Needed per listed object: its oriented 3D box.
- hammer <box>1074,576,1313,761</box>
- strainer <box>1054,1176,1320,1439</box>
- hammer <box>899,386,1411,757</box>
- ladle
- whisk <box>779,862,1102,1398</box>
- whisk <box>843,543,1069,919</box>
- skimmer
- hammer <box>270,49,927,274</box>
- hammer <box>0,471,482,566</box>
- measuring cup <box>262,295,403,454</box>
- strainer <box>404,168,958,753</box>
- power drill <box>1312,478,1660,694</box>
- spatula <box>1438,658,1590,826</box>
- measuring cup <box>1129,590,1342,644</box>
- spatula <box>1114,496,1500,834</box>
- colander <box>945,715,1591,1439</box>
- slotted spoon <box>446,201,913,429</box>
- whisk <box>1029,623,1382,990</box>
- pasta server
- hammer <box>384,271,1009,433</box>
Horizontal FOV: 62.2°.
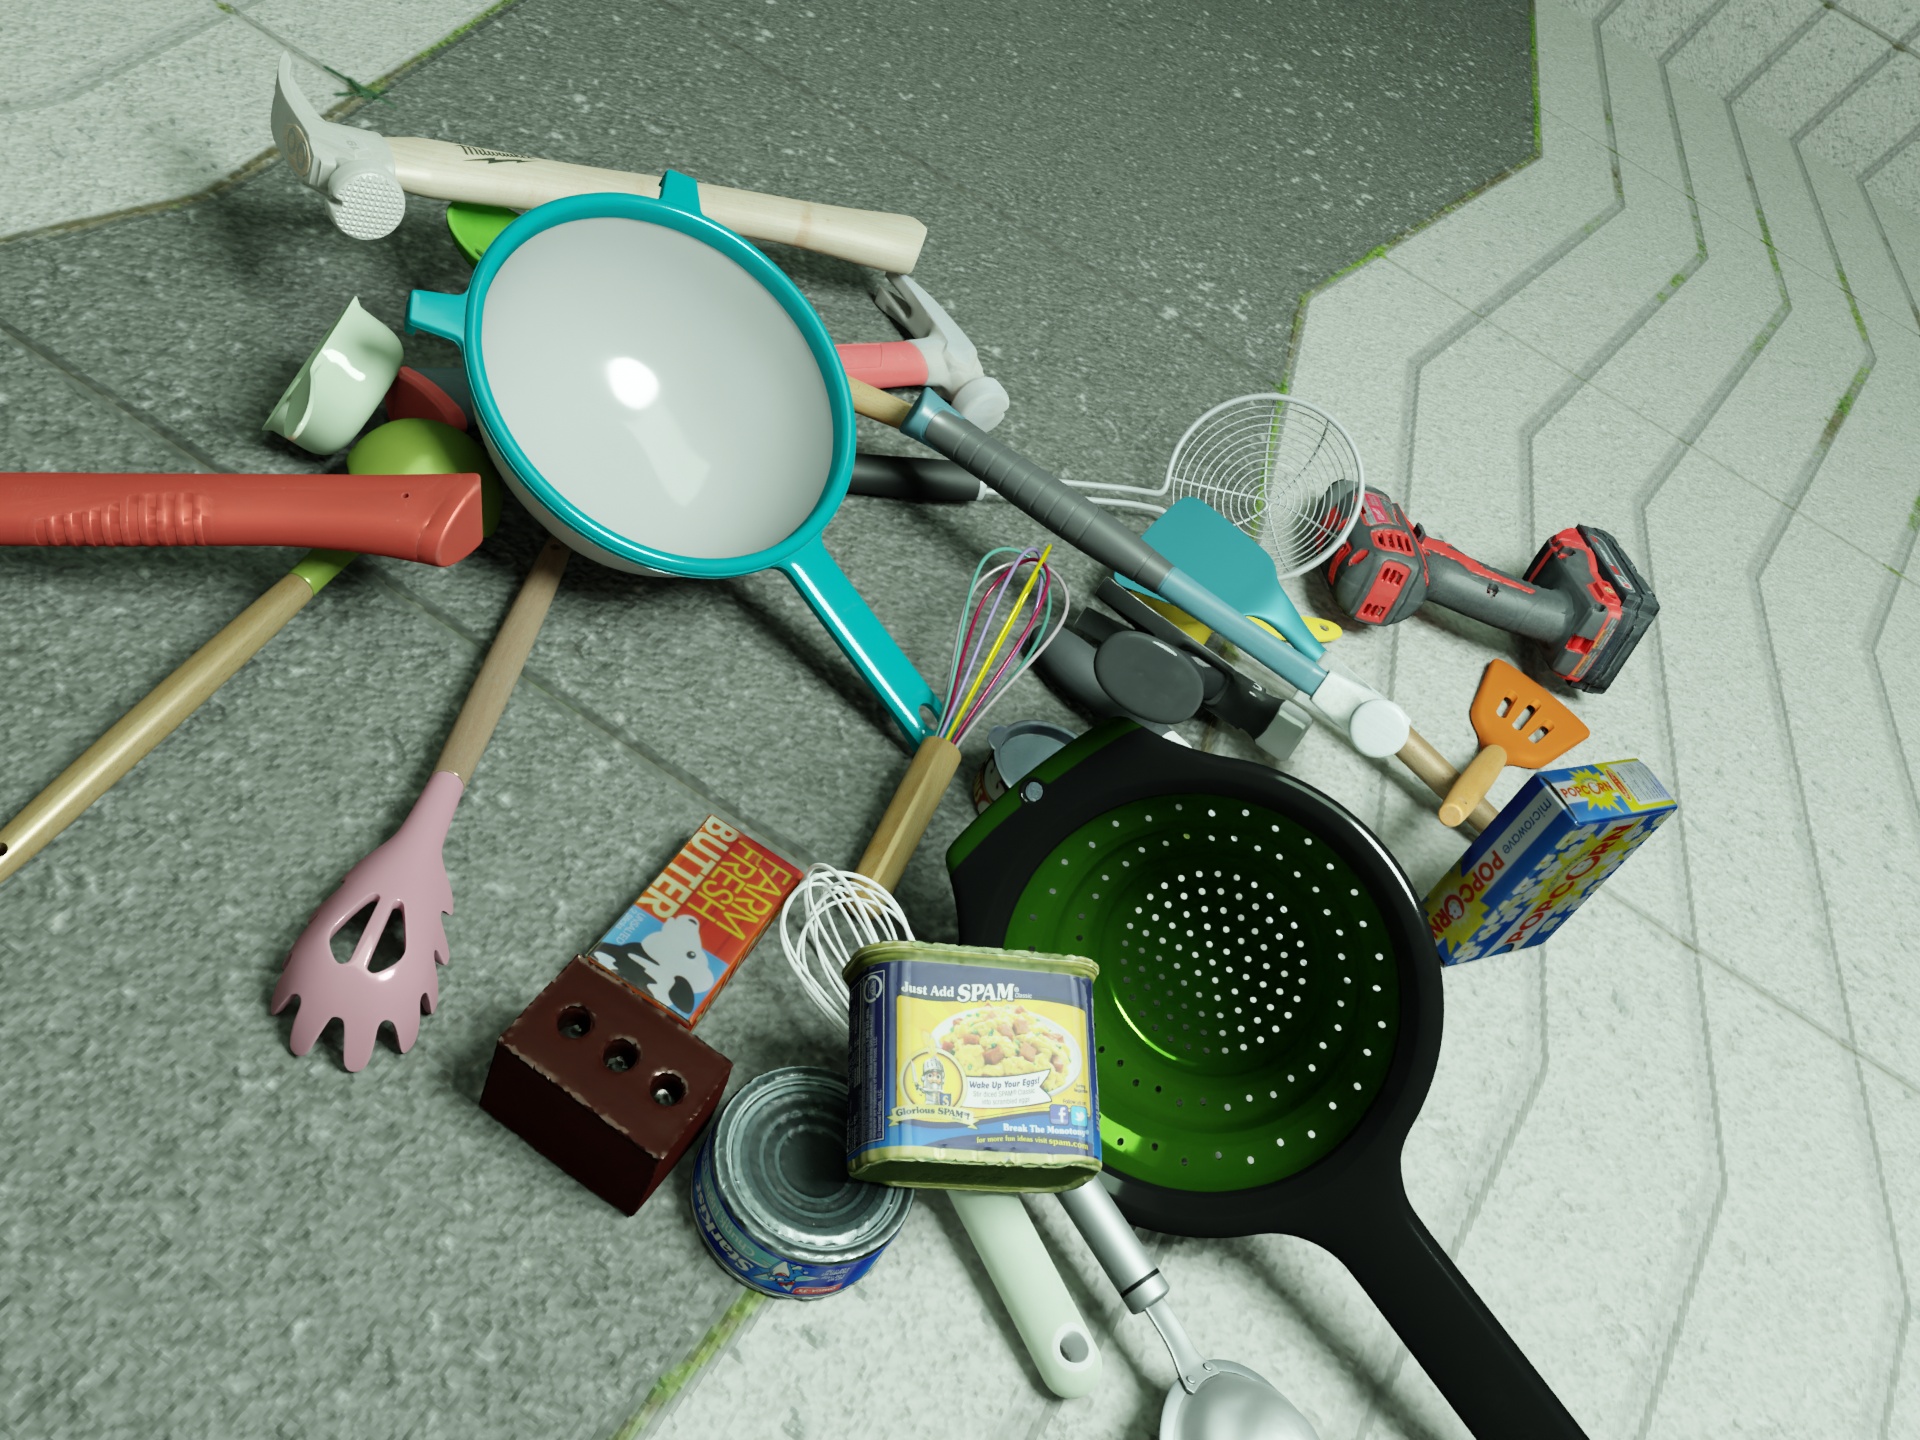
[{"bbox_3d":[0.103,-0.026,0.788,0.146,0.035,0.334,35,9,10],"label":"hammer"},{"bbox_3d":[0.079,0.234,0.633,0.087,0.050,0.259,-11,58,-48],"label":"strainer"},{"bbox_3d":[0.102,-0.085,0.880,0.331,0.033,0.128,36,10,9],"label":"hammer"},{"bbox_3d":[-0.312,-0.037,0.708,0.078,0.062,0.320,32,49,-2],"label":"ladle"},{"bbox_3d":[-0.009,0.165,0.667,0.058,0.059,0.246,-17,65,-31],"label":"whisk"},{"bbox_3d":[-0.001,-0.004,0.804,0.051,0.047,0.245,44,53,-22],"label":"whisk"},{"bbox_3d":[0.078,-0.152,0.982,0.363,0.090,0.127,1,80,-25],"label":"skimmer"},{"bbox_3d":[-0.193,-0.318,0.956,0.410,0.038,0.146,-6,46,-41],"label":"hammer"},{"bbox_3d":[-0.390,-0.096,0.674,0.359,0.036,0.149,-2,51,-16],"label":"hammer"},{"bbox_3d":[-0.298,-0.151,0.760,0.038,0.083,0.168,34,9,-29],"label":"measuring cup"},{"bbox_3d":[-0.128,-0.107,0.835,0.340,0.095,0.211,53,51,-8],"label":"strainer"},{"bbox_3d":[0.346,-0.103,1.087,0.219,0.078,0.143,14,34,-11],"label":"power drill"},{"bbox_3d":[0.321,0.018,0.947,0.081,0.041,0.322,42,23,14],"label":"spatula"},{"bbox_3d":[0.180,-0.070,1.002,0.156,0.029,0.062,4,48,-22],"label":"measuring cup"},{"bbox_3d":[0.234,-0.011,0.954,0.317,0.044,0.082,43,66,-2],"label":"spatula"},{"bbox_3d":[0.156,0.180,0.697,0.397,0.204,0.094,53,12,8],"label":"colander"},{"bbox_3d":[-0.145,-0.222,0.919,0.313,0.031,0.070,22,38,-8],"label":"slotted spoon"},{"bbox_3d":[0.137,0.040,0.861,0.070,0.070,0.285,-23,59,-41],"label":"whisk"},{"bbox_3d":[-0.222,0.015,0.711,0.060,0.040,0.316,19,39,-11],"label":"pasta server"},{"bbox_3d":[-0.155,-0.216,0.956,0.386,0.038,0.143,-13,56,-37],"label":"hammer"}]
